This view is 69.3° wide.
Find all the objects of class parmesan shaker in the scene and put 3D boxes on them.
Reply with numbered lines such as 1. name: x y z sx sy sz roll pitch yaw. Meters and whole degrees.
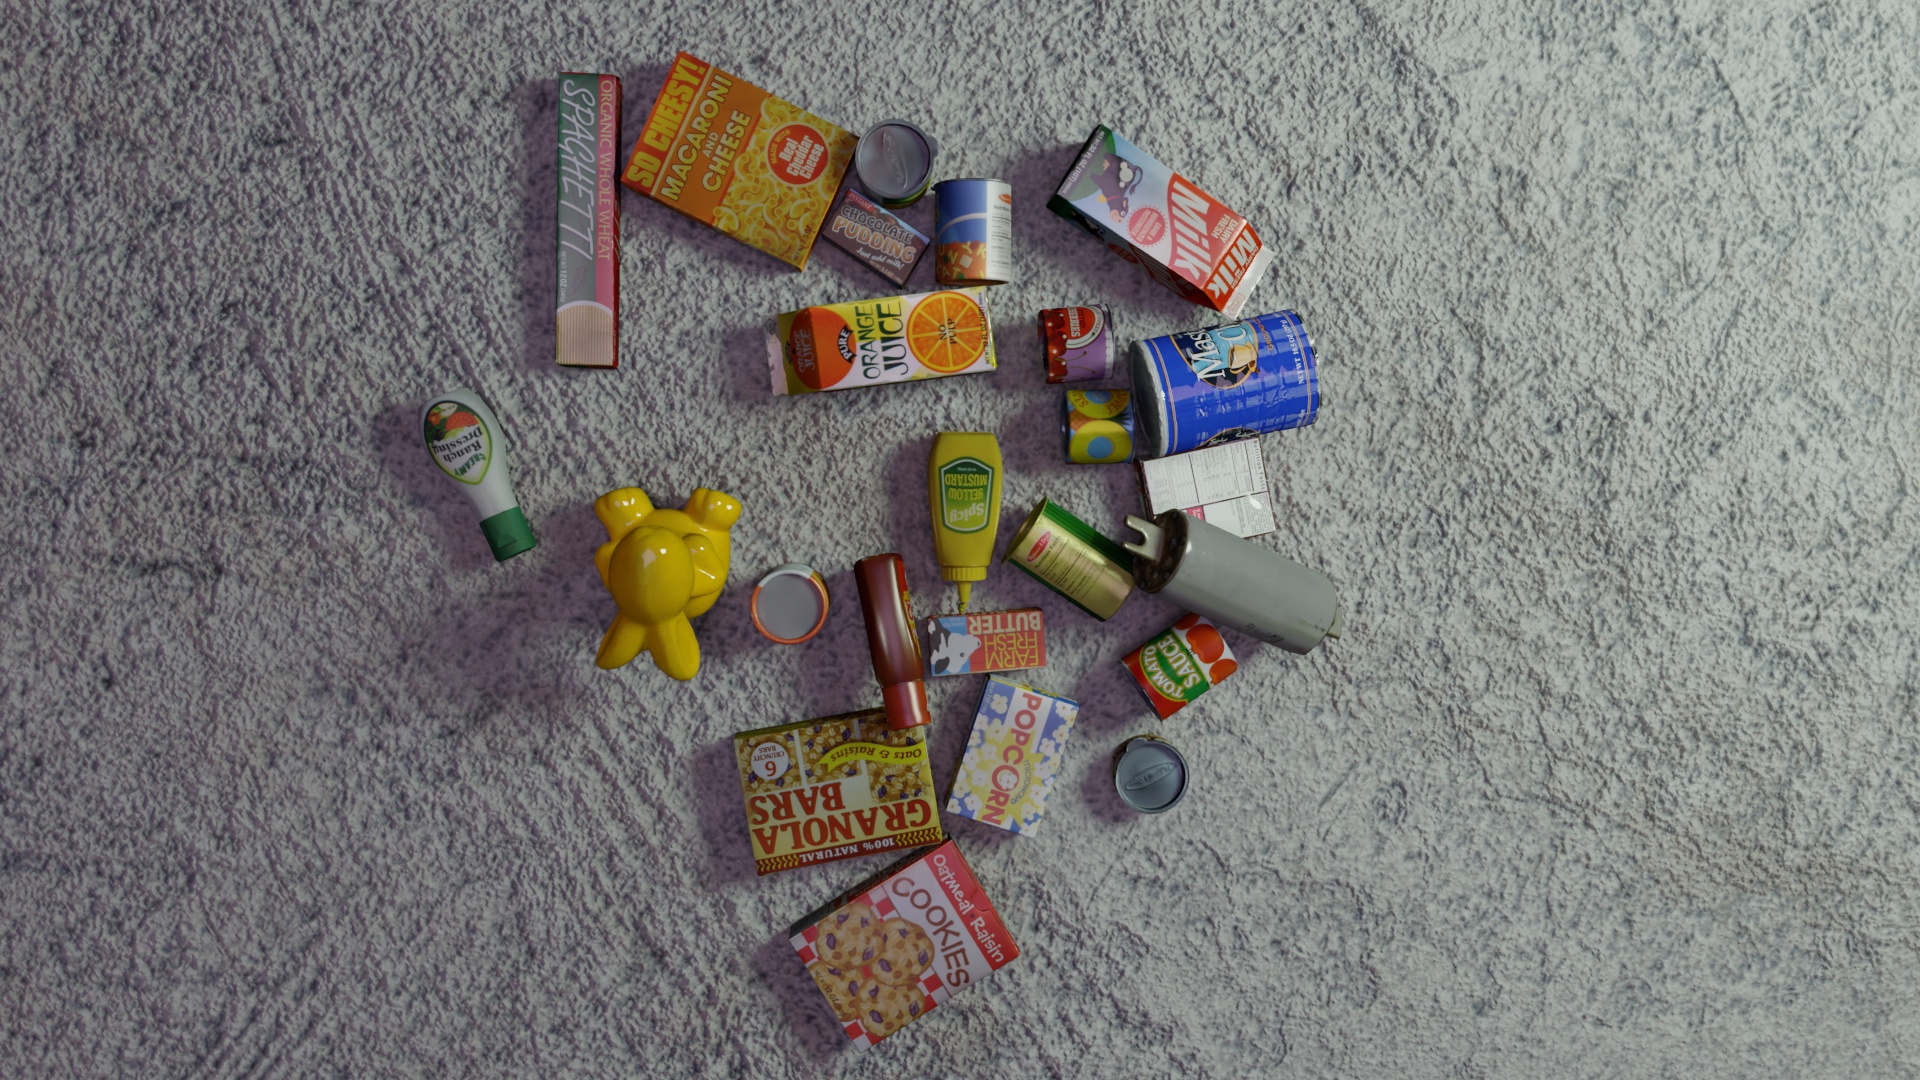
1. parmesan shaker: 0.097 0.019 1.211 0.103 0.071 0.071 34 91 -6

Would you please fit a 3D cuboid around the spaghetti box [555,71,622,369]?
1. spaghetti box: -0.317 -0.273 1.186 0.050 0.029 0.249 1 94 -4

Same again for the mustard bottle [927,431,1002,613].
1. mustard bottle: 0.004 -0.015 1.211 0.065 0.049 0.160 -1 93 -2

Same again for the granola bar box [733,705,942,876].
1. granola bar box: -0.107 0.217 1.223 0.166 0.039 0.124 -10 94 -3

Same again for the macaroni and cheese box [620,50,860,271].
1. macaroni and cheese box: -0.186 -0.321 1.185 0.166 0.040 0.123 25 92 -5

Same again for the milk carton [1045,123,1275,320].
1. milk carton: 0.175 -0.269 1.194 0.190 0.073 0.072 32 91 -5

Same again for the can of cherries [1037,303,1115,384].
1. can of cherries: 0.099 -0.171 1.197 0.058 0.071 0.071 -5 94 -2

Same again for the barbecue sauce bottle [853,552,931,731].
1. barbecue sauce bottle: -0.057 0.087 1.192 0.044 0.065 0.148 -11 82 -3

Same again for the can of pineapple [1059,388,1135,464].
1. can of pineapple: 0.118 -0.100 1.203 0.058 0.071 0.071 -2 94 -3

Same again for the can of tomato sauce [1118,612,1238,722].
1. can of tomato sauce: 0.192 0.109 1.220 0.083 0.071 0.071 -34 95 -1

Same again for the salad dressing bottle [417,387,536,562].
1. salad dressing bottle: -0.410 -0.055 1.185 0.064 0.044 0.147 -25 95 -3

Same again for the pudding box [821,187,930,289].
1. pudding box: -0.073 -0.261 1.201 0.084 0.030 0.049 33 90 -5

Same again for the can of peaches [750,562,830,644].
1. can of peaches: -0.146 0.056 1.201 0.071 0.058 0.071 0 93 -4

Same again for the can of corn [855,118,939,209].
1. can of corn: -0.054 -0.320 1.184 0.071 0.058 0.071 0 94 -3

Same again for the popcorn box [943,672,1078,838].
1. popcorn box: 0.045 0.190 1.231 0.085 0.038 0.126 18 92 -5

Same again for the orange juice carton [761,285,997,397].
1. orange juice carton: -0.069 -0.168 1.185 0.193 0.073 0.071 -7 95 -3

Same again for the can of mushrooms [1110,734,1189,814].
1. can of mushrooms: 0.168 0.206 1.242 0.071 0.033 0.071 0 94 -3

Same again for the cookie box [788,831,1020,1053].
1. cookie box: -0.049 0.356 1.234 0.167 0.040 0.123 -31 95 -1

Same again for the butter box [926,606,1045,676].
1. butter box: 0.023 0.090 1.231 0.103 0.024 0.053 -5 94 -3

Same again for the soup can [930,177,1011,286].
1. soup can: 0.008 -0.263 1.189 0.071 0.071 0.083 0 94 -3
